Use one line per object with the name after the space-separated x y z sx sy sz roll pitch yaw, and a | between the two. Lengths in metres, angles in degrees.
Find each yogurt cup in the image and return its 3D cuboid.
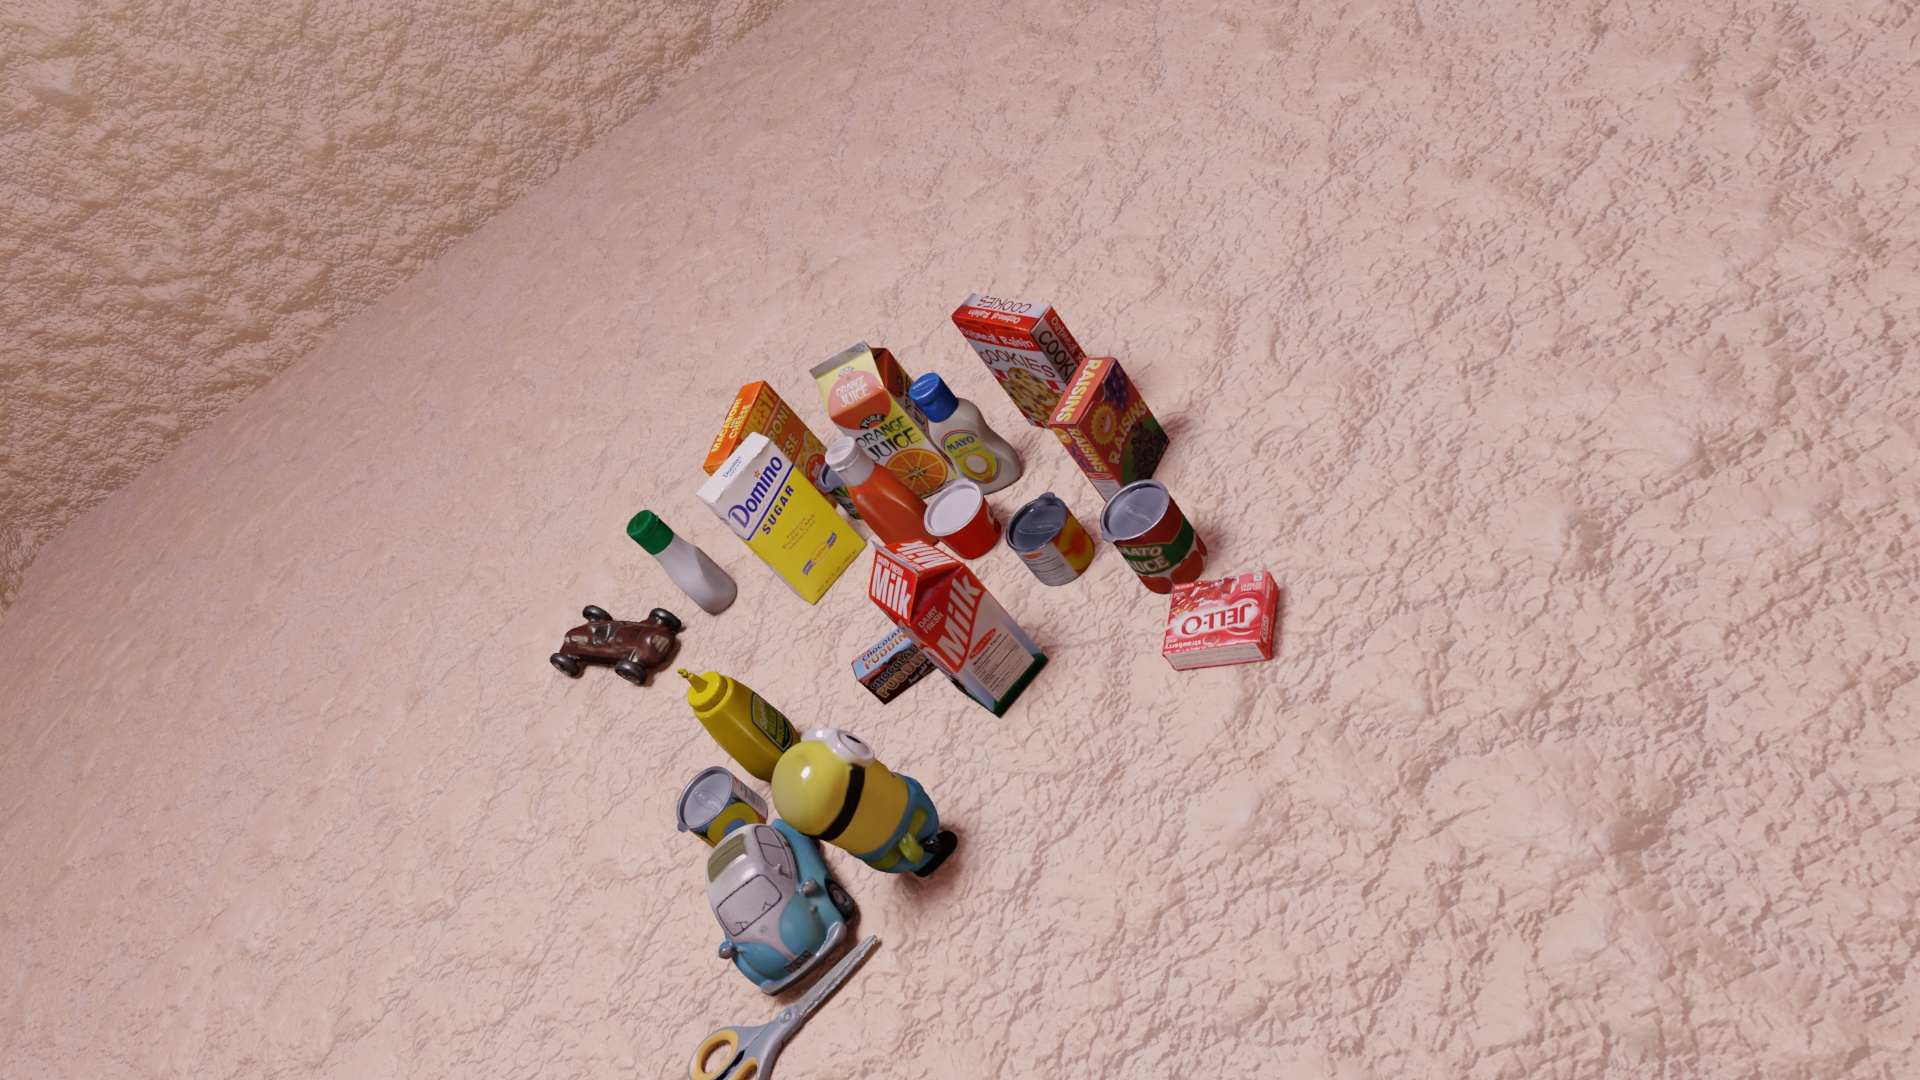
0.005 -0.018 1.403 0.072 0.053 0.073 -23 40 22 | yogurt cup

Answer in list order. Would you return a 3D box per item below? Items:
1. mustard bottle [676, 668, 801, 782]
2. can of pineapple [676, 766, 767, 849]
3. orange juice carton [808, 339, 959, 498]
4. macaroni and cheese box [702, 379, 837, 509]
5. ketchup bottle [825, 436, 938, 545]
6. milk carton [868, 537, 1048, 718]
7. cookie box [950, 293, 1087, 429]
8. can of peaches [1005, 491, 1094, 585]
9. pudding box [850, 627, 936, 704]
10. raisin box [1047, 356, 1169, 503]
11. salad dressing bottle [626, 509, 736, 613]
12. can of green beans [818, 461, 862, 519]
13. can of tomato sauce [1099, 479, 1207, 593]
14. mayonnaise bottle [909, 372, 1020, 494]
-0.213 0.167 1.315 0.048 0.159 0.065 -28 39 16 | mustard bottle
-0.228 0.259 1.321 0.071 0.057 0.071 -23 40 22 | can of pineapple
-0.078 -0.132 1.475 0.071 0.192 0.073 -25 40 20 | orange juice carton
-0.203 -0.077 1.548 0.040 0.166 0.124 -9 47 35 | macaroni and cheese box
-0.082 -0.045 1.427 0.064 0.148 0.044 -15 44 30 | ketchup bottle
-0.011 0.066 1.220 0.073 0.190 0.072 -48 38 -10 | milk carton
0.080 -0.173 1.403 0.123 0.167 0.040 20 67 49 | cookie box
0.086 -0.001 1.314 0.071 0.058 0.071 -23 40 22 | can of peaches
-0.057 0.113 1.328 0.083 0.049 0.030 -36 37 6 | pudding box
0.142 -0.102 1.314 0.040 0.123 0.086 6 57 44 | raisin box
-0.312 0.023 1.556 0.044 0.147 0.064 -32 38 12 | salad dressing bottle
-0.115 -0.066 1.551 0.071 0.057 0.071 -23 40 22 | can of green beans
0.170 -0.001 1.222 0.071 0.083 0.071 -23 40 22 | can of tomato sauce
0.001 -0.109 1.421 0.064 0.147 0.041 -22 41 23 | mayonnaise bottle
